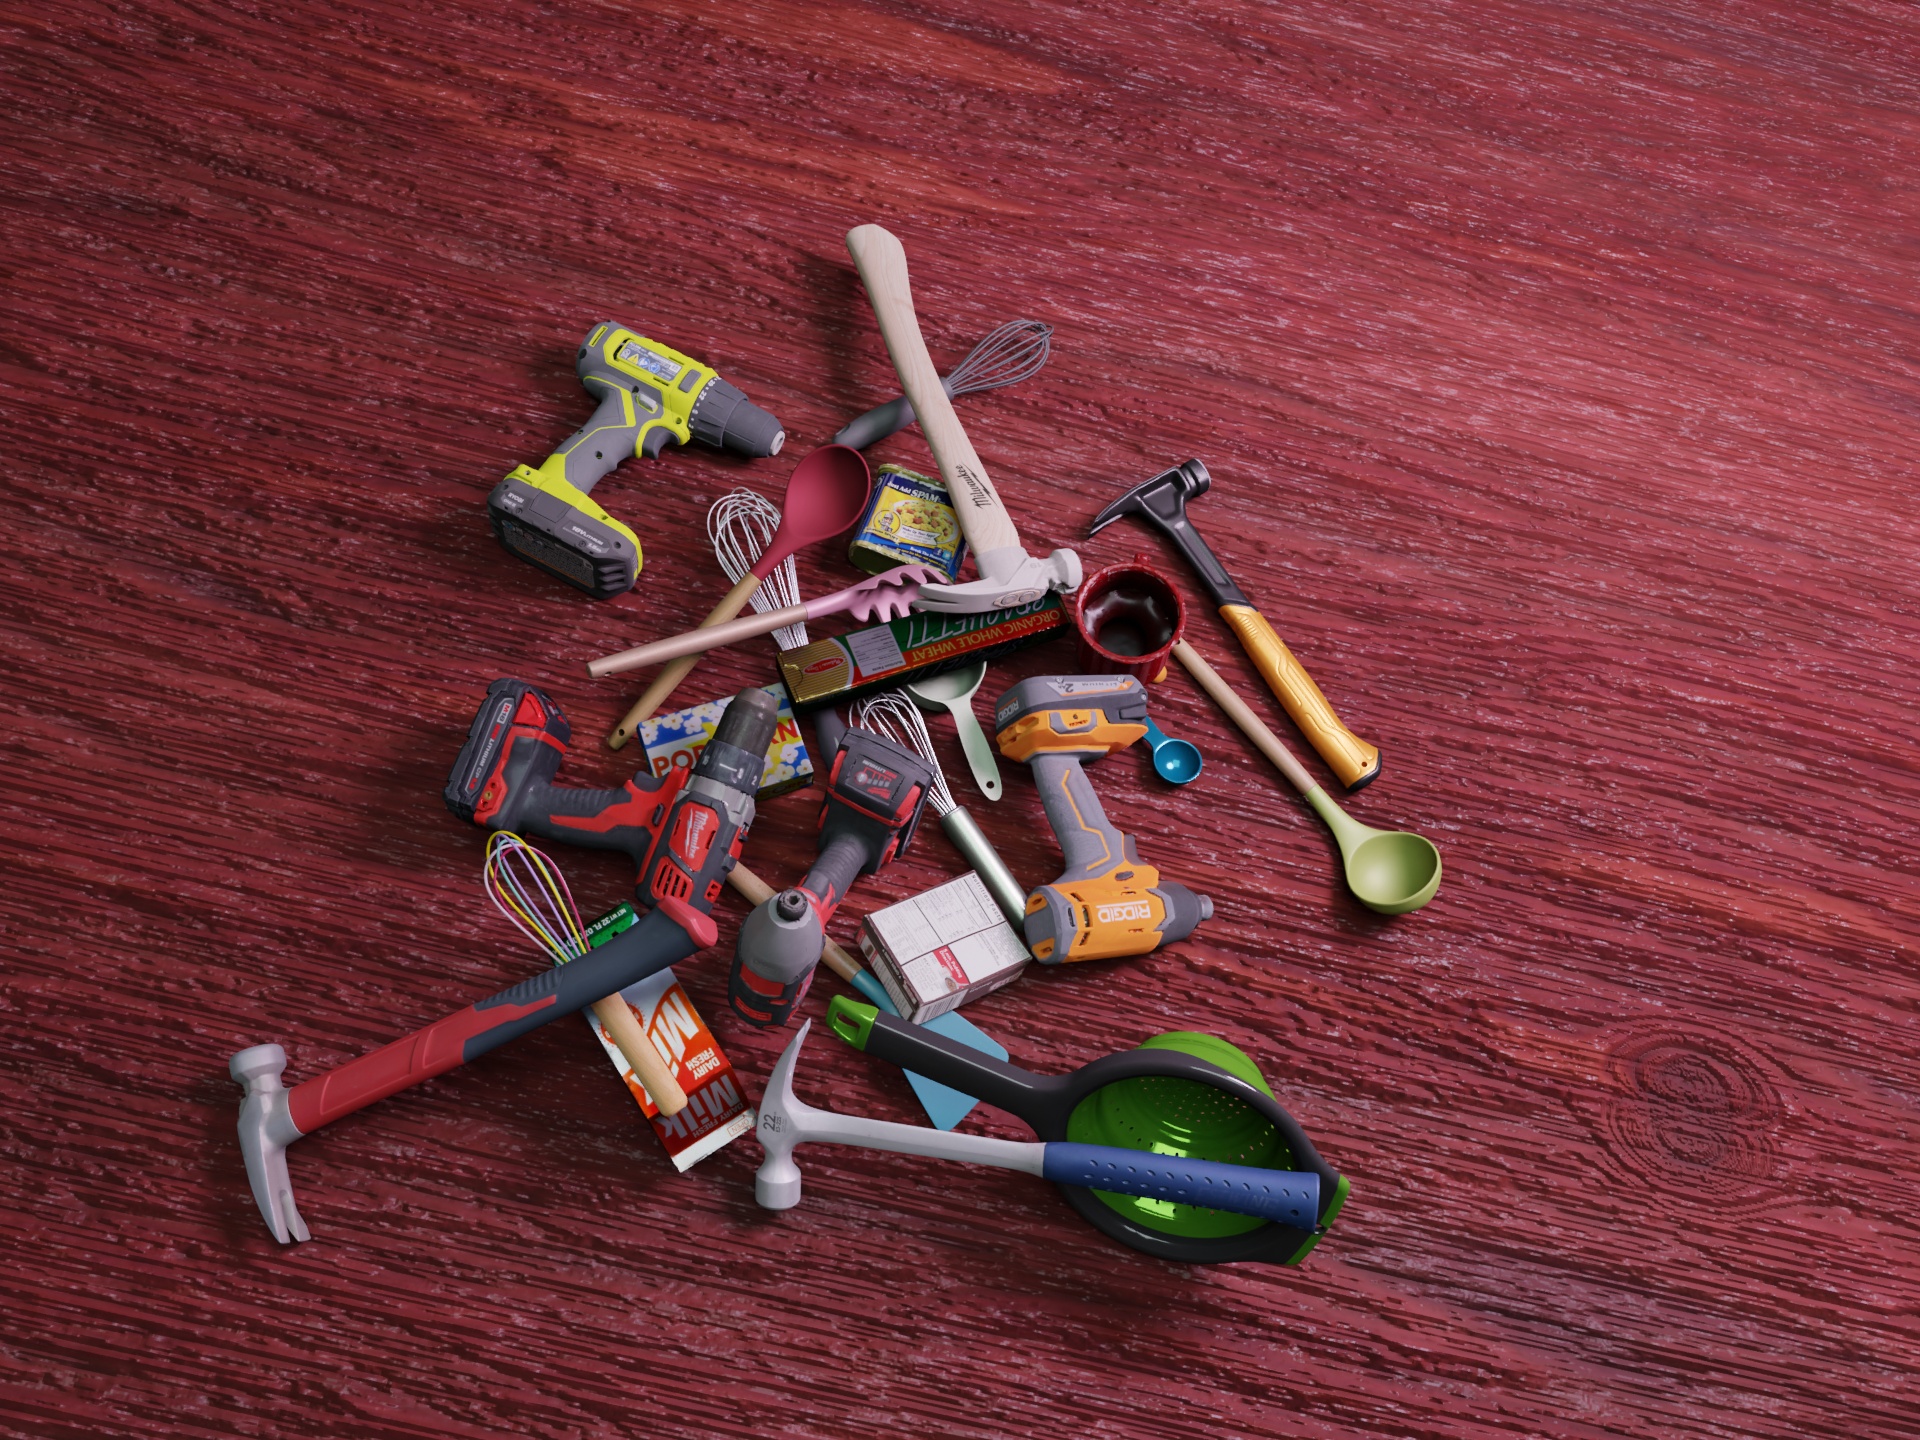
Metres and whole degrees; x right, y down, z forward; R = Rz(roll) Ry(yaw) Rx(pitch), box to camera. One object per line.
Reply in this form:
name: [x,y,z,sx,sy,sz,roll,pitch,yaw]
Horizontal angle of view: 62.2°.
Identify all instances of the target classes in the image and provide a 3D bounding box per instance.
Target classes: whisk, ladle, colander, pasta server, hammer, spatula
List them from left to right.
hammer: [-0.340,0.234,1.121,0.386,0.038,0.143,-25,72,10]
whisk: [-0.274,0.183,1.156,0.047,0.051,0.245,-37,81,6]
ladle: [-0.185,-0.098,1.312,0.069,0.031,0.315,40,89,10]
pasta server: [-0.148,-0.076,1.290,0.316,0.060,0.040,-18,61,-26]
whisk: [-0.143,-0.069,1.345,0.070,0.070,0.285,-20,78,-15]
spatula: [-0.103,0.191,1.262,0.317,0.044,0.082,39,69,13]
hammer: [-0.033,-0.273,1.386,0.146,0.038,0.411,-11,64,-23]
whisk: [-0.015,-0.306,1.459,0.239,0.055,0.055,-30,75,-13]
whisk: [-0.013,0.072,1.312,0.059,0.057,0.246,-39,79,16]
hammer: [0.050,0.309,1.140,0.405,0.035,0.144,6,103,10]
colander: [0.094,0.271,1.197,0.397,0.204,0.094,22,36,4]
hammer: [0.253,-0.076,1.408,0.127,0.034,0.337,-30,75,-18]
ladle: [0.283,0.036,1.357,0.078,0.062,0.320,-38,75,-10]

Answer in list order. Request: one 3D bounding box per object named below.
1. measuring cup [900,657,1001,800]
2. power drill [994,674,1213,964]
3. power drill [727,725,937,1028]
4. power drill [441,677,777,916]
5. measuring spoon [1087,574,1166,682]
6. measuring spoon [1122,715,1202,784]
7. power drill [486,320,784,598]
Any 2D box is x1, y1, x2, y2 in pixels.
measuring cup: [-0.002,-0.004,1.345,0.083,0.038,0.168,-18,74,-14]
power drill: [0.119,0.080,1.300,0.164,0.084,0.227,-1,72,-27]
power drill: [-0.102,0.115,1.202,0.078,0.143,0.220,26,49,5]
power drill: [-0.263,0.037,1.238,0.227,0.080,0.188,19,79,10]
measuring spoon: [0.147,-0.083,1.408,0.021,0.011,0.117,-28,75,-17]
measuring spoon: [0.157,0.009,1.374,0.042,0.021,0.129,-34,68,-21]
power drill: [-0.280,-0.223,1.373,0.190,0.080,0.229,27,65,4]
